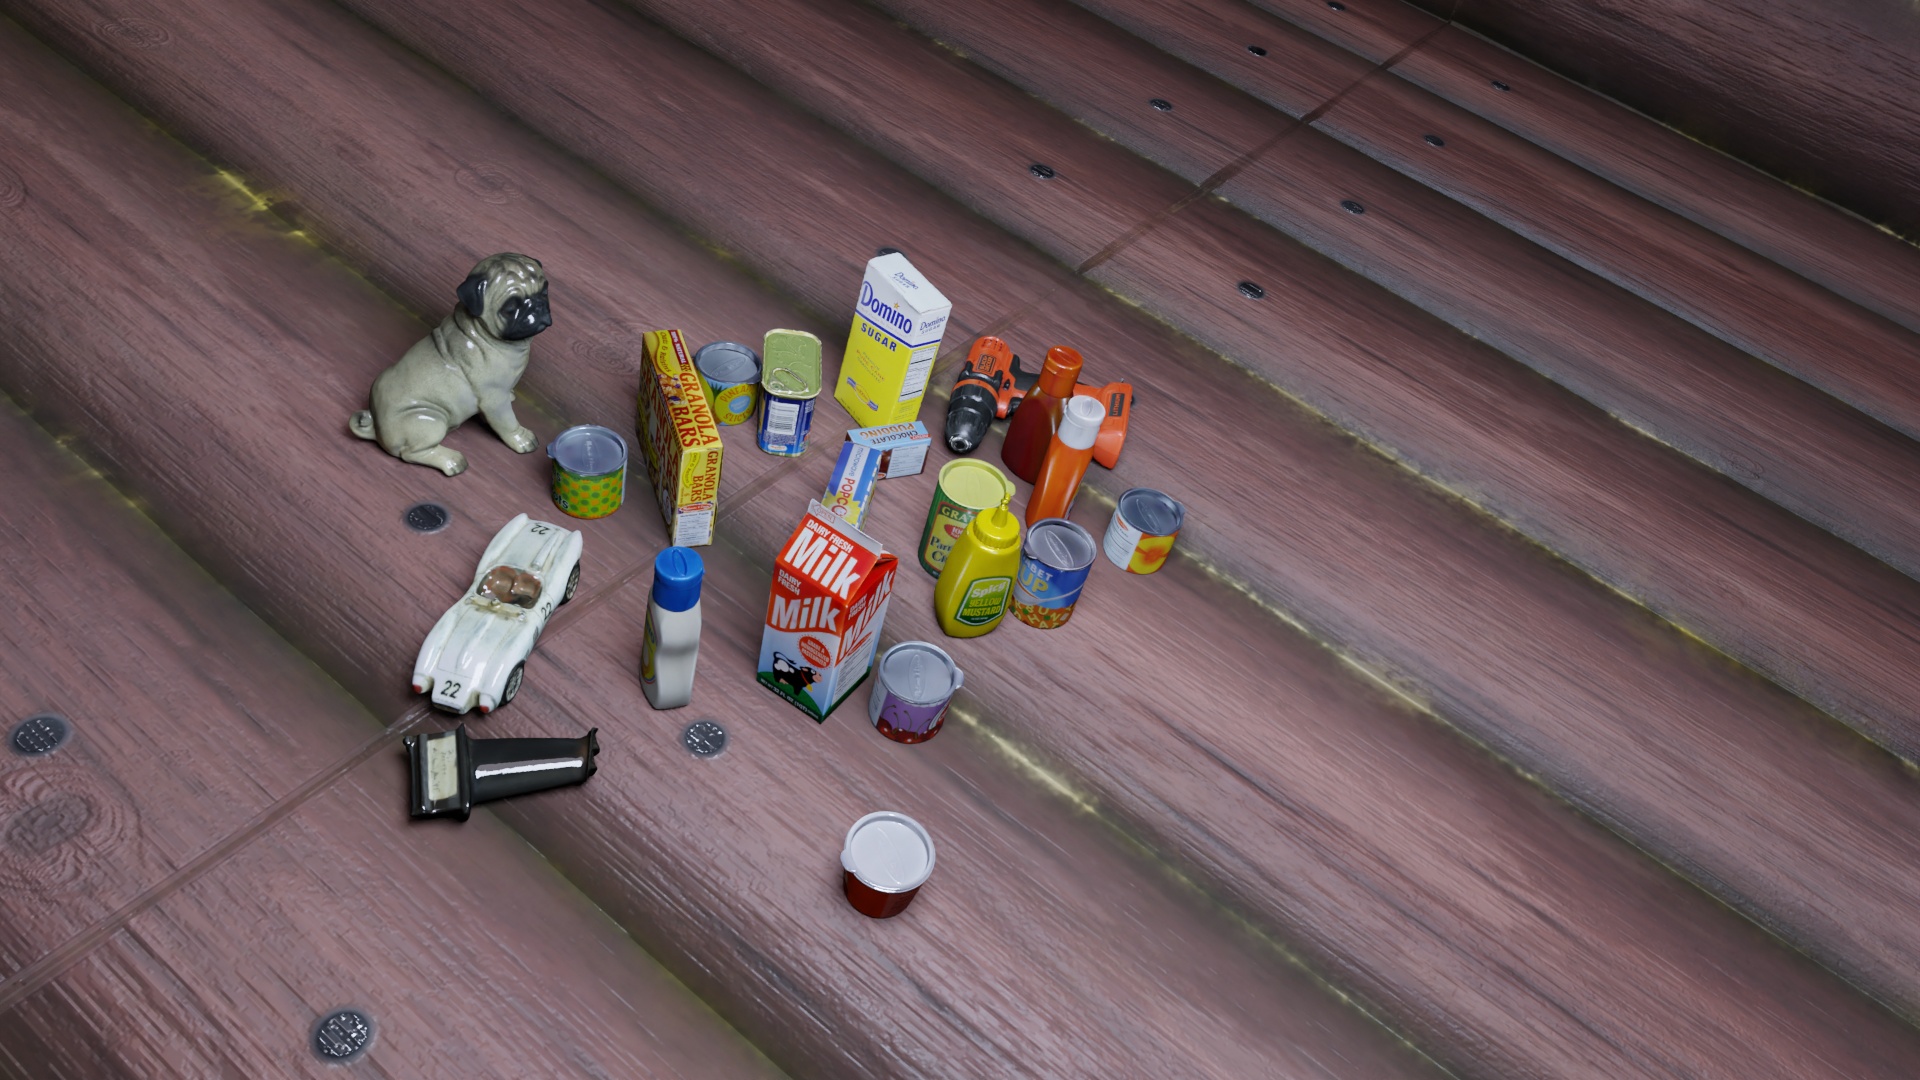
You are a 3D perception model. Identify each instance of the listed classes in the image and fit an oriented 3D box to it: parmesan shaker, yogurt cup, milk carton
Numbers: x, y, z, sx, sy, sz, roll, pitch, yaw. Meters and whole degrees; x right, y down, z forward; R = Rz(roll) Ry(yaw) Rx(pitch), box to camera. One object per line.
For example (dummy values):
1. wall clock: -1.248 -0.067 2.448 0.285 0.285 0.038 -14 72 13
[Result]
1. parmesan shaker: 0.005 -0.016 1.288 0.071 0.102 0.072 9 44 -9
2. yogurt cup: -0.057 0.245 1.040 0.072 0.053 0.073 9 44 -9
3. milk carton: -0.106 0.052 1.122 0.072 0.189 0.074 32 45 15

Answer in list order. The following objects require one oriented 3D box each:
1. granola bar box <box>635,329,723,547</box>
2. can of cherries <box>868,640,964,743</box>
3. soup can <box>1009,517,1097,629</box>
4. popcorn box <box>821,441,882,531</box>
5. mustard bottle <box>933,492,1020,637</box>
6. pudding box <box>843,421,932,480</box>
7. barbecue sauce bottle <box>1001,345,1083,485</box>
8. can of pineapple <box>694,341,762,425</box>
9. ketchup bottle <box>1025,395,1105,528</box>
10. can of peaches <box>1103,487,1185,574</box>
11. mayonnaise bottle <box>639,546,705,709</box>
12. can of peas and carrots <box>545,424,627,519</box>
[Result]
1. granola bar box: -0.258 -0.094 1.270 0.039 0.123 0.166 -7 48 -23
2. can of cherries: -0.038 0.128 1.161 0.071 0.058 0.072 9 44 -9
3. soup can: 0.080 0.031 1.277 0.071 0.083 0.072 9 44 -9
4. popcorn box: -0.108 -0.018 1.268 0.038 0.084 0.127 16 43 -1
5. mustard bottle: 0.020 0.019 1.215 0.065 0.159 0.049 -5 48 -22
6. pudding box: -0.074 -0.087 1.374 0.084 0.049 0.030 -10 50 -26
7. barbecue sauce bottle: 0.085 -0.126 1.392 0.065 0.147 0.044 40 48 23
8. can of pineapple: -0.234 -0.156 1.388 0.071 0.057 0.071 9 44 -9
9. ketchup bottle: 0.101 -0.073 1.342 0.043 0.148 0.065 17 43 0
10. can of peaches: 0.181 -0.009 1.368 0.071 0.057 0.071 9 44 -9
11. mayonnaise bottle: -0.228 0.067 1.099 0.041 0.147 0.065 -6 48 -23
12. can of peas and carrots: -0.339 -0.061 1.259 0.071 0.058 0.071 9 44 -9
